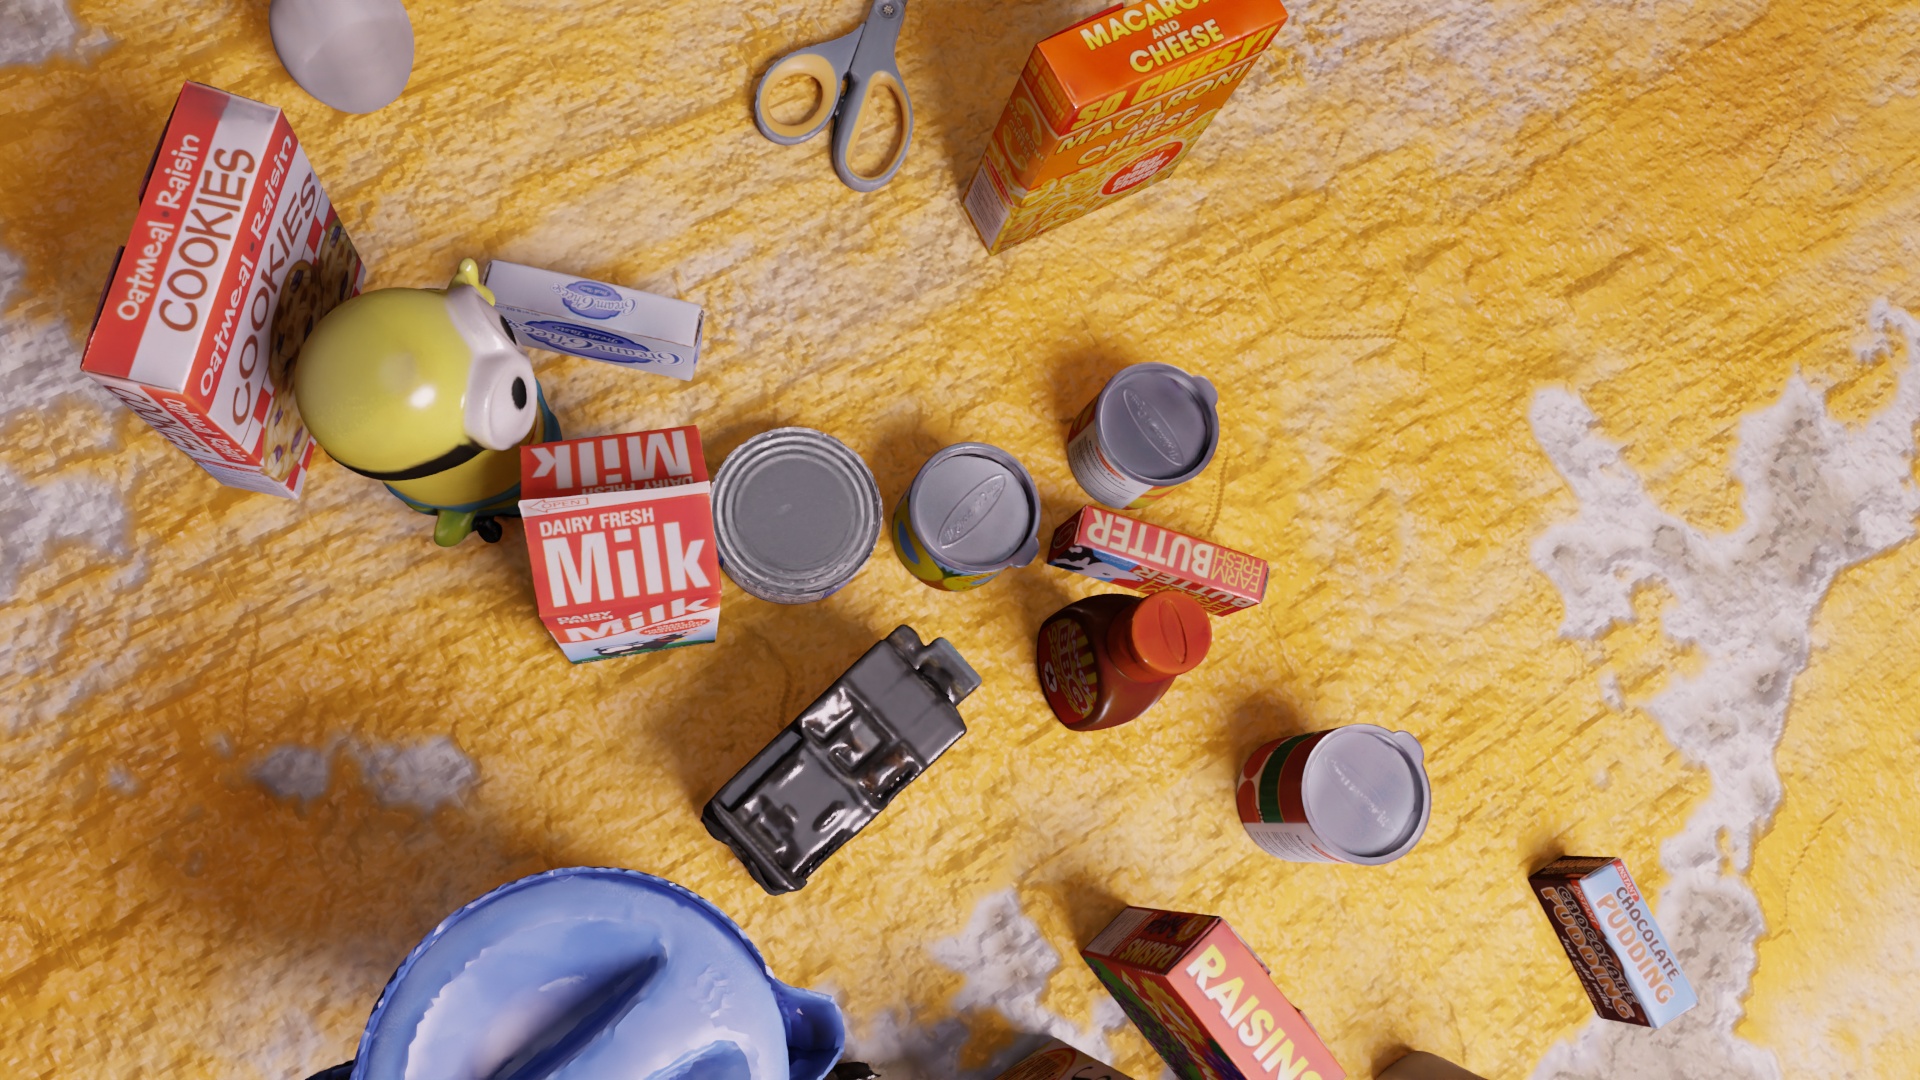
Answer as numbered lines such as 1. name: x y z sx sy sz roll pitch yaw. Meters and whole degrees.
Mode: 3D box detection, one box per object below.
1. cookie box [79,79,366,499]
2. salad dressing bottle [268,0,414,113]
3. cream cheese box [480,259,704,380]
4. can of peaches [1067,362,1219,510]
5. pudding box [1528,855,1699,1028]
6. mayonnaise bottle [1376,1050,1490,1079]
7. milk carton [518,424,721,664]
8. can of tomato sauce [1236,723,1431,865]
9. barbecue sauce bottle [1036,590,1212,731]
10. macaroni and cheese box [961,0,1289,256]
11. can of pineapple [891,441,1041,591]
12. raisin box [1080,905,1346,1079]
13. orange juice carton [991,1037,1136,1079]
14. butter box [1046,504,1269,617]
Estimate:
1. cookie box: -0.309 -0.099 0.599 0.040 0.167 0.123 12 76 -9
2. salad dressing bottle: -0.296 -0.255 0.648 0.064 0.147 0.044 -35 87 -16
3. cream cheese box: -0.180 -0.108 0.688 0.104 0.053 0.024 11 76 -9
4. can of peaches: 0.097 -0.055 0.731 0.071 0.058 0.071 3 77 -11
5. pudding box: 0.341 0.208 0.726 0.030 0.049 0.084 -24 83 -16
6. mayonnaise bottle: 0.249 0.278 0.640 0.041 0.147 0.065 -27 84 -16
7. milk carton: -0.144 0.002 0.598 0.072 0.190 0.073 -8 80 -13
8. can of tomato sauce: 0.185 0.126 0.695 0.071 0.083 0.071 3 77 -11
9. barbecue sauce bottle: 0.075 0.053 0.655 0.044 0.148 0.065 -12 81 -14
10. macaroni and cheese box: 0.076 -0.216 0.707 0.124 0.166 0.040 -27 85 -16
11. can of pineapple: 0.003 -0.009 0.701 0.071 0.057 0.071 3 77 -11
12. raisin box: 0.112 0.215 0.638 0.040 0.123 0.086 -38 87 -17
13. orange juice carton: 0.053 0.269 0.577 0.073 0.192 0.072 -28 85 -16
14. butter box: 0.102 0.012 0.719 0.103 0.053 0.024 17 75 -8
